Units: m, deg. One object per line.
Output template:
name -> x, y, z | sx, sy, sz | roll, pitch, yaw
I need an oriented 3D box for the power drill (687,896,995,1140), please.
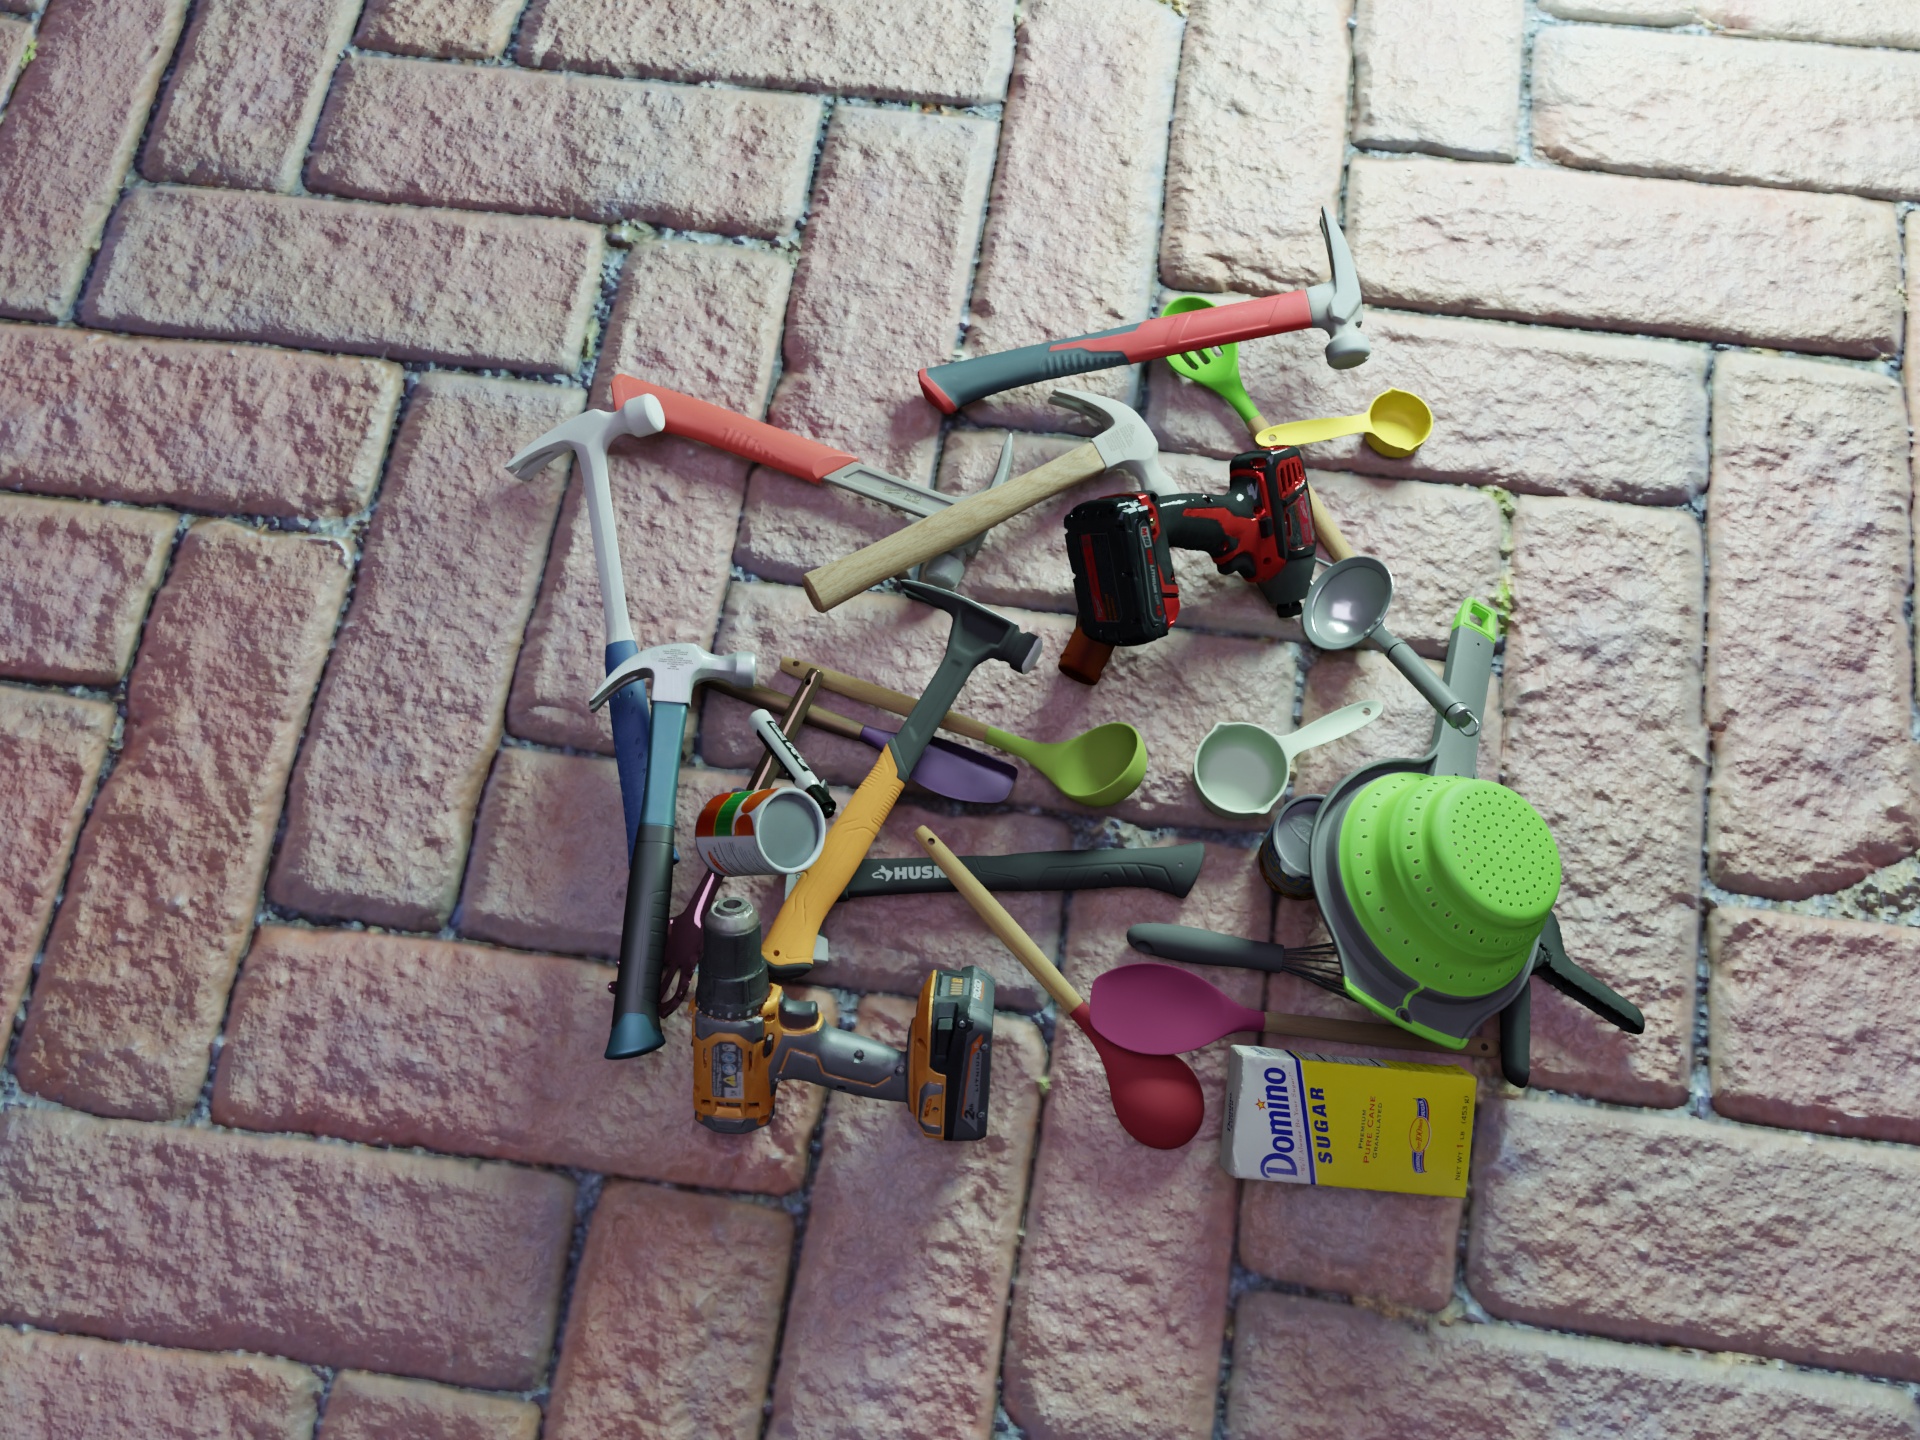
power drill -> -0.089, 0.221, 1.175 | 0.226, 0.084, 0.185 | 3, 112, 2

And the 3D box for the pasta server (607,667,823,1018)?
pasta server -> -0.186, 0.096, 1.270 | 0.060, 0.040, 0.316 | 22, 78, 18

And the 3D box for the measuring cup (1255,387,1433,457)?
measuring cup -> 0.331, -0.249, 1.381 | 0.156, 0.029, 0.062 | -8, 71, -4

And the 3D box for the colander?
colander -> 0.389, 0.045, 1.201 | 0.204, 0.094, 0.397 | 28, 57, -10

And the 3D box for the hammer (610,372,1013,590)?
hammer -> -0.138, -0.239, 1.394 | 0.359, 0.036, 0.149 | 21, 73, 8

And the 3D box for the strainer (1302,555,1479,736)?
strainer -> 0.343, -0.057, 1.265 | 0.087, 0.050, 0.259 | -49, 33, 16

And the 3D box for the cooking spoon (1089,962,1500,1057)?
cooking spoon -> 0.255, 0.233, 1.210 | 0.319, 0.017, 0.069 | 7, 73, -3

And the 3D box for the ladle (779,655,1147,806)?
ladle -> -0.002, -0.004, 1.301 | 0.320, 0.062, 0.078 | 19, 57, 11

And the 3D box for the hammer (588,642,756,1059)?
hammer -> -0.237, 0.097, 1.238 | 0.128, 0.033, 0.331 | 5, 72, -7

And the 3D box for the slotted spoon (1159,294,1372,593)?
slotted spoon -> 0.268, -0.240, 1.386 | 0.070, 0.031, 0.314 | -28, 75, -7

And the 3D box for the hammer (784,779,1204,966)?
hammer -> 0.027, 0.116, 1.269 | 0.335, 0.035, 0.146 | -2, 72, 1

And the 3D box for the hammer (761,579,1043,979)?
hammer -> -0.069, 0.049, 1.254 | 0.127, 0.034, 0.337 | 27, 77, 14

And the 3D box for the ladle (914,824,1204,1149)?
ladle -> 0.072, 0.200, 1.221 | 0.069, 0.031, 0.315 | -40, 81, -15

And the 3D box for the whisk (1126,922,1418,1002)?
whisk -> 0.248, 0.184, 1.234 | 0.239, 0.055, 0.055 | 8, 72, 8

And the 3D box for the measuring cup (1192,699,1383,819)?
measuring cup -> 0.266, 0.025, 1.291 | 0.167, 0.038, 0.083 | -23, 72, -8

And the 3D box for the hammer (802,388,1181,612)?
hammer -> 0.018, -0.178, 1.337 | 0.331, 0.031, 0.130 | -27, 84, -15

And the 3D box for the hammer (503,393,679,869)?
hammer -> -0.292, -0.072, 1.334 | 0.144, 0.035, 0.406 | -15, 74, 13

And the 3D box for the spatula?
spatula -> -0.106, 0.004, 1.317 | 0.316, 0.018, 0.060 | 20, 46, 10

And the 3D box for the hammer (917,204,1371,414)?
hammer -> 0.151, -0.344, 1.391 | 0.386, 0.038, 0.143 | -10, 76, 6

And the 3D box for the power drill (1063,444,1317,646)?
power drill -> 0.198, -0.134, 1.285 | 0.219, 0.079, 0.143 | -18, 103, -30
